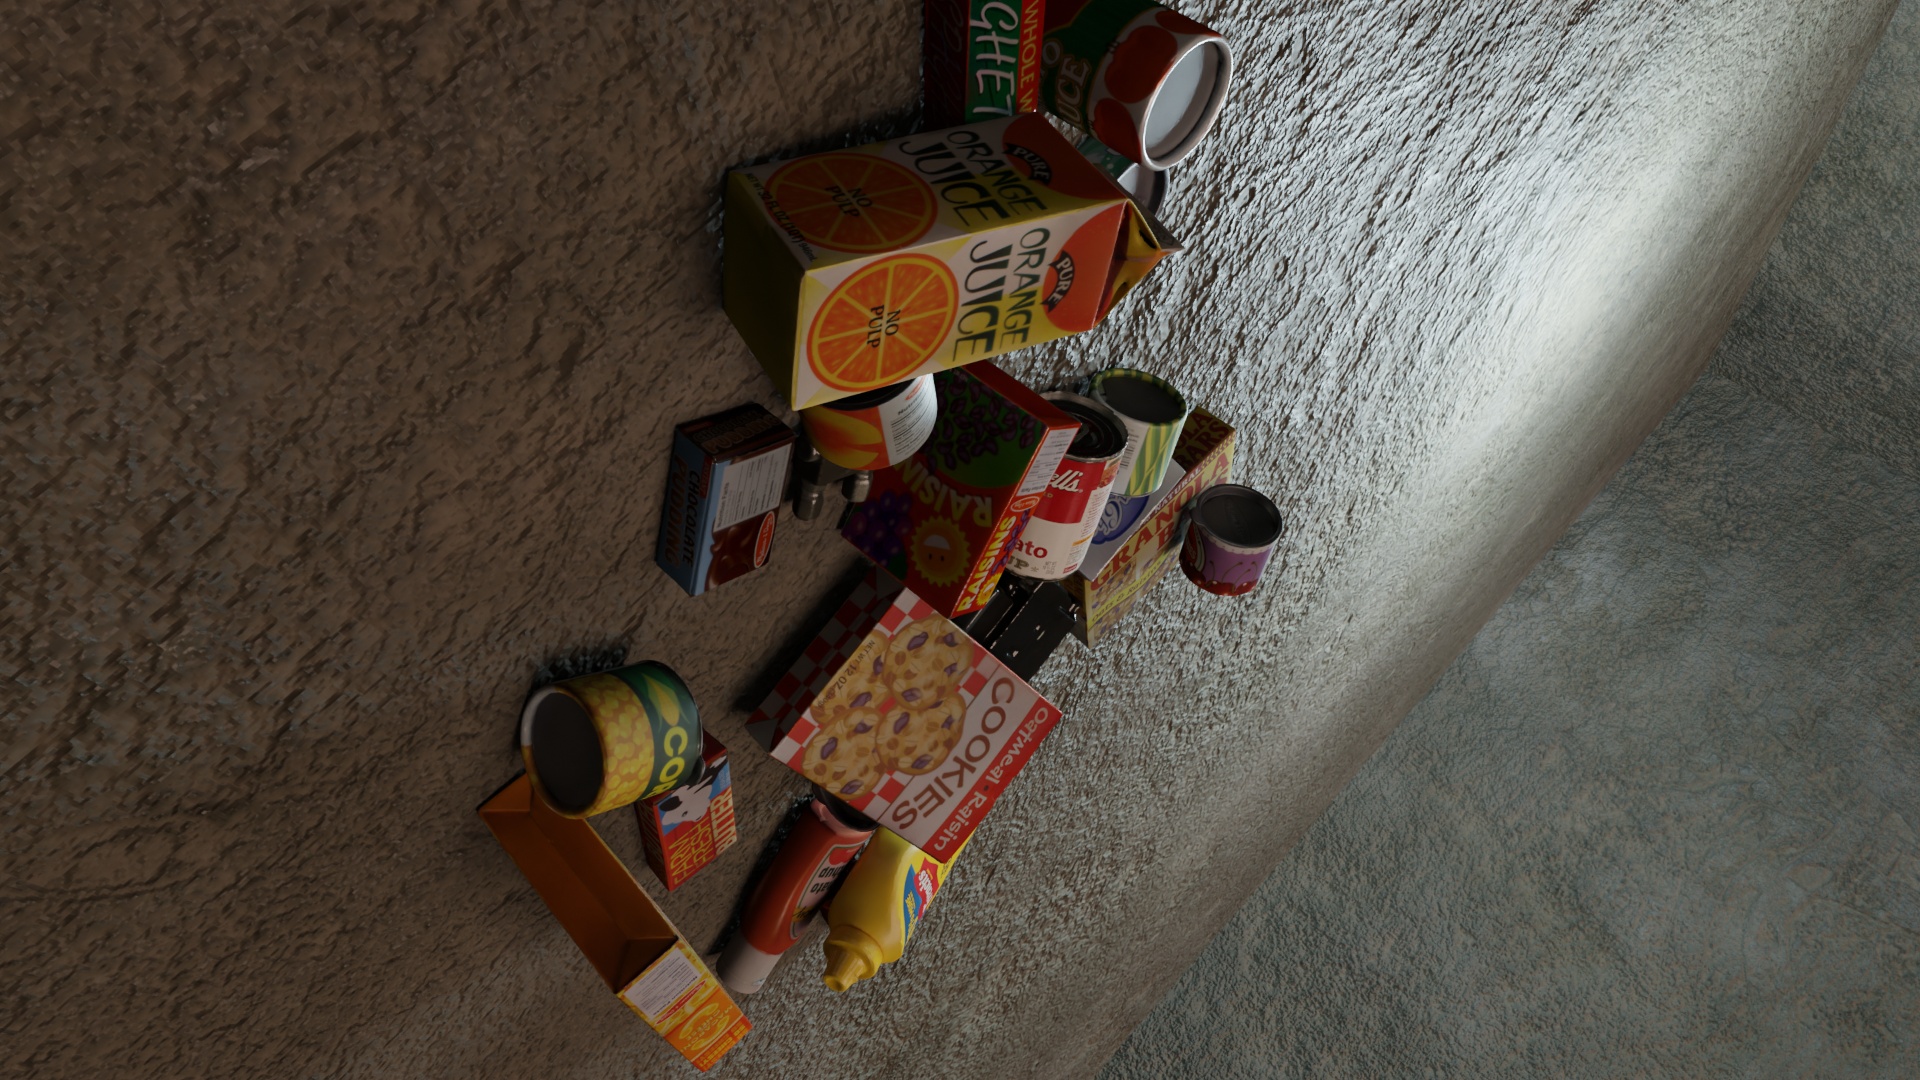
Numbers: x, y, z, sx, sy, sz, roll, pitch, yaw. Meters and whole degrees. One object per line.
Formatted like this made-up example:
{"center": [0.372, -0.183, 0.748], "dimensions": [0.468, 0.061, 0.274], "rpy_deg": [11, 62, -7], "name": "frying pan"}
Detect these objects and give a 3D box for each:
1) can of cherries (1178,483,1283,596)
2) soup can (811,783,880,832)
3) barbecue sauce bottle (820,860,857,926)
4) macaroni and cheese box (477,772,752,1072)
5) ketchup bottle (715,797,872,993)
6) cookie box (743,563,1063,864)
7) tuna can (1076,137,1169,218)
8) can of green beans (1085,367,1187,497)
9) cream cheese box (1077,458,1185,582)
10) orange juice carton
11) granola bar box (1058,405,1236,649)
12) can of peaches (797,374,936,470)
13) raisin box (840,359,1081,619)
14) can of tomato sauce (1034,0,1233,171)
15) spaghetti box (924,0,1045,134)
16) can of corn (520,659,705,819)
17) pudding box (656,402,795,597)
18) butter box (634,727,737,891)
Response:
{"center": [0.202, 0.000, 1.054], "dimensions": [0.072, 0.071, 0.058], "rpy_deg": [-33, 150, -33], "name": "can of cherries"}
{"center": [-0.048, 0.149, 0.933], "dimensions": [0.084, 0.071, 0.071], "rpy_deg": [-21, 140, -48], "name": "soup can"}
{"center": [-0.080, 0.272, 1.061], "dimensions": [0.065, 0.044, 0.148], "rpy_deg": [-45, 153, -8], "name": "barbecue sauce bottle"}
{"center": [-0.176, 0.201, 0.723], "dimensions": [0.040, 0.124, 0.165], "rpy_deg": [-39, 152, -18], "name": "macaroni and cheese box"}
{"center": [-0.119, 0.247, 0.965], "dimensions": [0.148, 0.043, 0.065], "rpy_deg": [-57, 157, 13], "name": "ketchup bottle"}
{"center": [-0.029, 0.109, 0.841], "dimensions": [0.123, 0.040, 0.167], "rpy_deg": [-51, 129, -4], "name": "cookie box"}
{"center": [0.079, -0.185, 0.745], "dimensions": [0.071, 0.033, 0.070], "rpy_deg": [-38, 151, -26], "name": "tuna can"}
{"center": [0.108, -0.071, 0.900], "dimensions": [0.071, 0.071, 0.057], "rpy_deg": [-26, 144, -41], "name": "can of green beans"}
{"center": [0.103, -0.027, 0.962], "dimensions": [0.104, 0.053, 0.024], "rpy_deg": [-50, -166, -5], "name": "cream cheese box"}
{"center": [0.001, -0.127, 0.596], "dimensions": [0.193, 0.072, 0.072], "rpy_deg": [-19, 144, -25], "name": "orange juice carton"}
{"center": [0.139, -0.009, 1.059], "dimensions": [0.166, 0.039, 0.123], "rpy_deg": [-42, 153, -18], "name": "granola bar box"}
{"center": [-0.047, -0.075, 0.644], "dimensions": [0.071, 0.071, 0.057], "rpy_deg": [-43, 158, -16], "name": "can of peaches"}
{"center": [-0.002, -0.032, 0.747], "dimensions": [0.040, 0.086, 0.123], "rpy_deg": [-14, 135, -58], "name": "raisin box"}
{"center": [0.070, -0.215, 0.634], "dimensions": [0.071, 0.083, 0.070], "rpy_deg": [-38, 151, -26], "name": "can of tomato sauce"}
{"center": [0.010, -0.189, 0.631], "dimensions": [0.050, 0.029, 0.248], "rpy_deg": [-37, 151, -27], "name": "spaghetti box"}
{"center": [-0.166, 0.096, 0.665], "dimensions": [0.058, 0.071, 0.071], "rpy_deg": [-10, 132, -53], "name": "can of corn"}
{"center": [-0.111, -0.019, 0.653], "dimensions": [0.050, 0.030, 0.083], "rpy_deg": [-27, 145, -43], "name": "pudding box"}
{"center": [-0.159, 0.158, 0.808], "dimensions": [0.053, 0.024, 0.103], "rpy_deg": [-36, 150, -31], "name": "butter box"}
